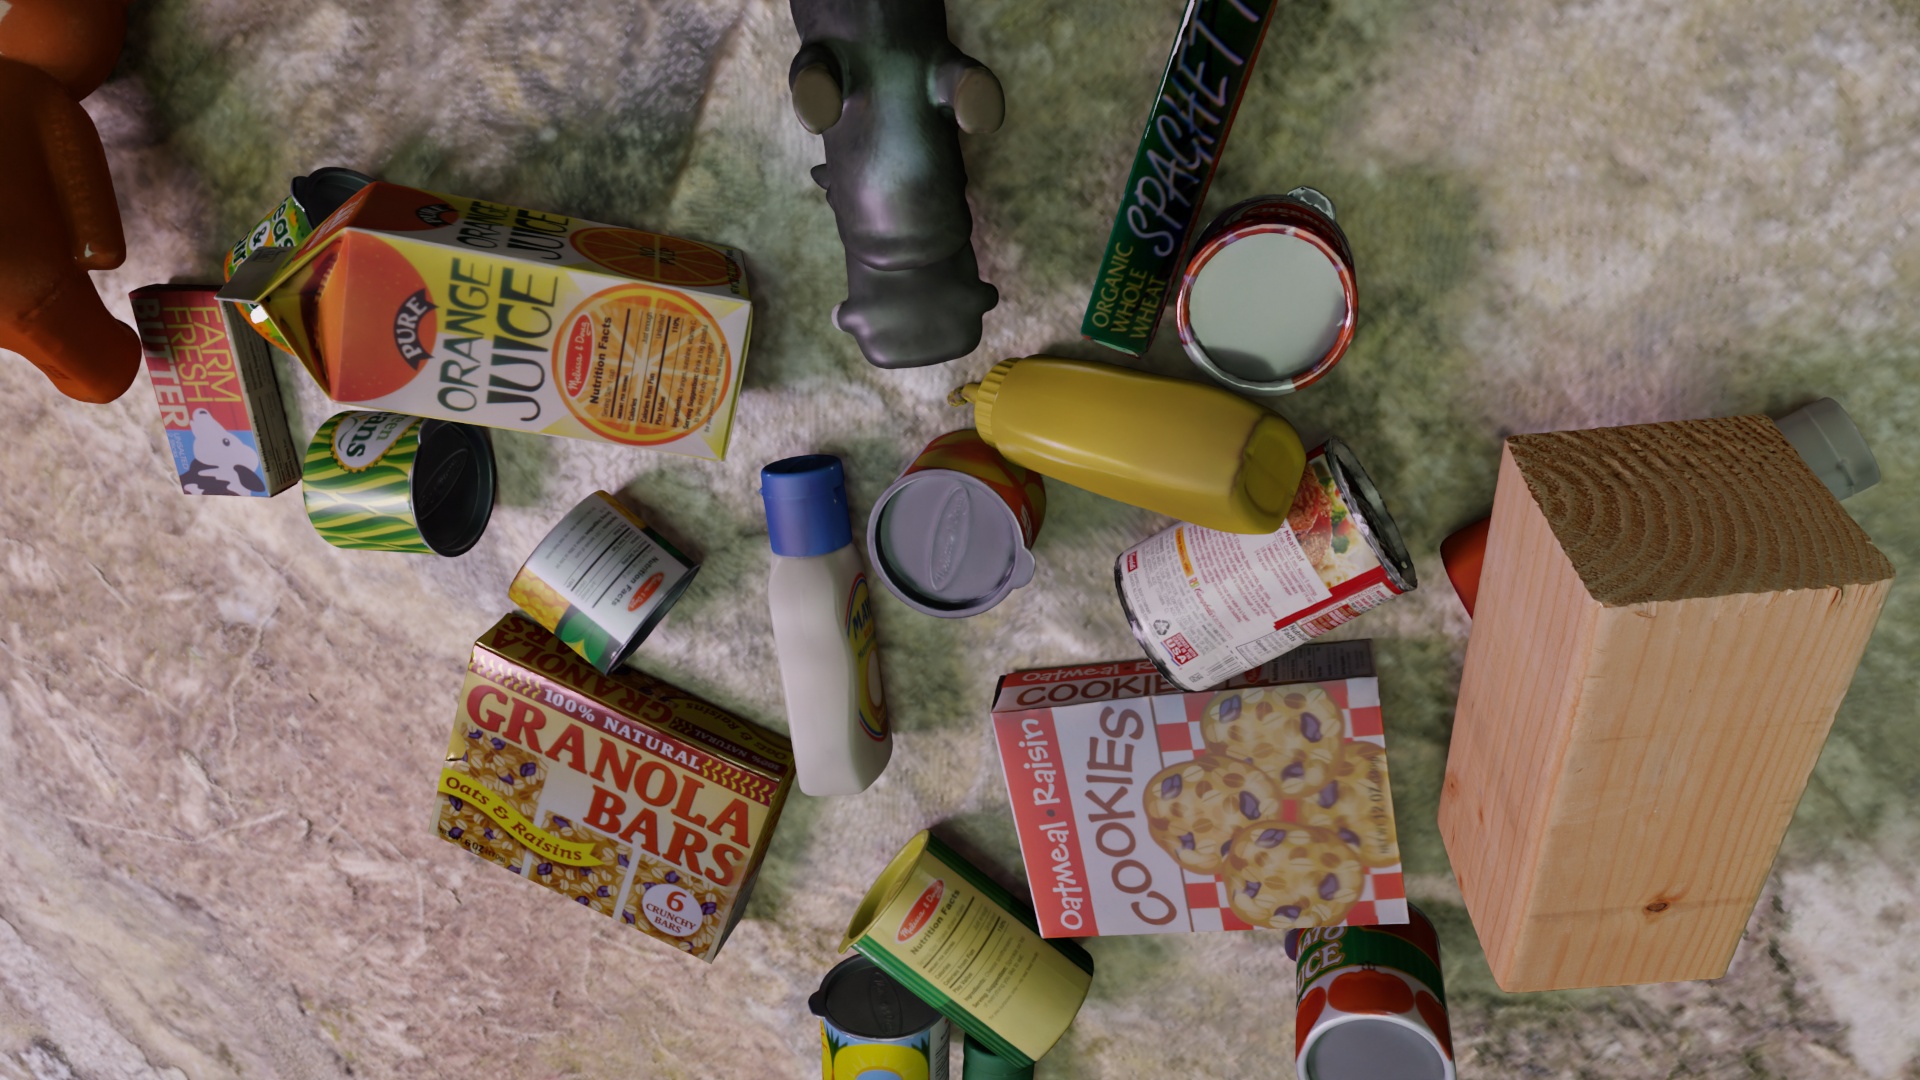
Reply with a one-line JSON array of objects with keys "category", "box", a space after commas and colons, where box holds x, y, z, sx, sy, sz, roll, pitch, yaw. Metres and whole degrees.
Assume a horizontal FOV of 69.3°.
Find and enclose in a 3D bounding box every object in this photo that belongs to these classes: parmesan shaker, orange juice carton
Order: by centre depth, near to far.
[{"category": "orange juice carton", "box": [-0.185, -0.091, 0.557, 0.193, 0.072, 0.072, 8, 116, -16]}, {"category": "parmesan shaker", "box": [0.003, 0.199, 0.668, 0.103, 0.071, 0.071, 38, 115, -4]}]

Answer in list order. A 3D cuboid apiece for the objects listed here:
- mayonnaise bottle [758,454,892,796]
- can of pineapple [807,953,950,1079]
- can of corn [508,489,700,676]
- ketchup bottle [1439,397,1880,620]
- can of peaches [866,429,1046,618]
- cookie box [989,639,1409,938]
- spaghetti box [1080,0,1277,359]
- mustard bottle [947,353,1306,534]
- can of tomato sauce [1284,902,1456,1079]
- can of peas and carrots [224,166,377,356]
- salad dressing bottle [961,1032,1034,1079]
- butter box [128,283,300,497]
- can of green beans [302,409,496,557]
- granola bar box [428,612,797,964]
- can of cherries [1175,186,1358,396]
[{"category": "mayonnaise bottle", "box": [-0.061, 0.037, 0.625, 0.041, 0.065, 0.147, -3, 107, 12]}, {"category": "can of pineapple", "box": [-0.040, 0.250, 0.701, 0.071, 0.071, 0.057, 6, 113, 12]}, {"category": "can of corn", "box": [-0.164, 0.020, 0.641, 0.058, 0.071, 0.071, 39, 115, -3]}, {"category": "ketchup bottle", "box": [0.267, -0.004, 0.534, 0.148, 0.044, 0.064, -29, 111, 22]}, {"category": "can of peaches", "box": [0.002, -0.007, 0.592, 0.071, 0.058, 0.071, 5, 112, 12]}, {"category": "cookie box", "box": [0.107, 0.114, 0.625, 0.167, 0.040, 0.122, -7, 109, 16]}, {"category": "spaghetti box", "box": [0.089, -0.175, 0.470, 0.029, 0.050, 0.248, 19, 131, 3]}, {"category": "mustard bottle", "box": [0.054, -0.045, 0.550, 0.160, 0.065, 0.049, 20, 84, 37]}, {"category": "can of tomato sauce", "box": [0.181, 0.208, 0.620, 0.071, 0.083, 0.071, 5, 113, 12]}, {"category": "can of peas and carrots", "box": [-0.278, -0.121, 0.609, 0.058, 0.071, 0.071, -30, 102, 23]}, {"category": "salad dressing bottle", "box": [0.016, 0.322, 0.722, 0.044, 0.064, 0.147, 2, 104, -7]}, {"category": "butter box", "box": [-0.361, -0.073, 0.674, 0.053, 0.024, 0.103, 1, 112, 13]}, {"category": "can of green beans", "box": [-0.259, -0.027, 0.644, 0.058, 0.071, 0.071, 4, 113, 13]}, {"category": "granola bar box", "box": [-0.176, 0.126, 0.700, 0.165, 0.039, 0.123, 24, 115, 4]}, {"category": "can of cherries", "box": [0.117, -0.096, 0.527, 0.071, 0.058, 0.071, 5, 113, 12]}]
